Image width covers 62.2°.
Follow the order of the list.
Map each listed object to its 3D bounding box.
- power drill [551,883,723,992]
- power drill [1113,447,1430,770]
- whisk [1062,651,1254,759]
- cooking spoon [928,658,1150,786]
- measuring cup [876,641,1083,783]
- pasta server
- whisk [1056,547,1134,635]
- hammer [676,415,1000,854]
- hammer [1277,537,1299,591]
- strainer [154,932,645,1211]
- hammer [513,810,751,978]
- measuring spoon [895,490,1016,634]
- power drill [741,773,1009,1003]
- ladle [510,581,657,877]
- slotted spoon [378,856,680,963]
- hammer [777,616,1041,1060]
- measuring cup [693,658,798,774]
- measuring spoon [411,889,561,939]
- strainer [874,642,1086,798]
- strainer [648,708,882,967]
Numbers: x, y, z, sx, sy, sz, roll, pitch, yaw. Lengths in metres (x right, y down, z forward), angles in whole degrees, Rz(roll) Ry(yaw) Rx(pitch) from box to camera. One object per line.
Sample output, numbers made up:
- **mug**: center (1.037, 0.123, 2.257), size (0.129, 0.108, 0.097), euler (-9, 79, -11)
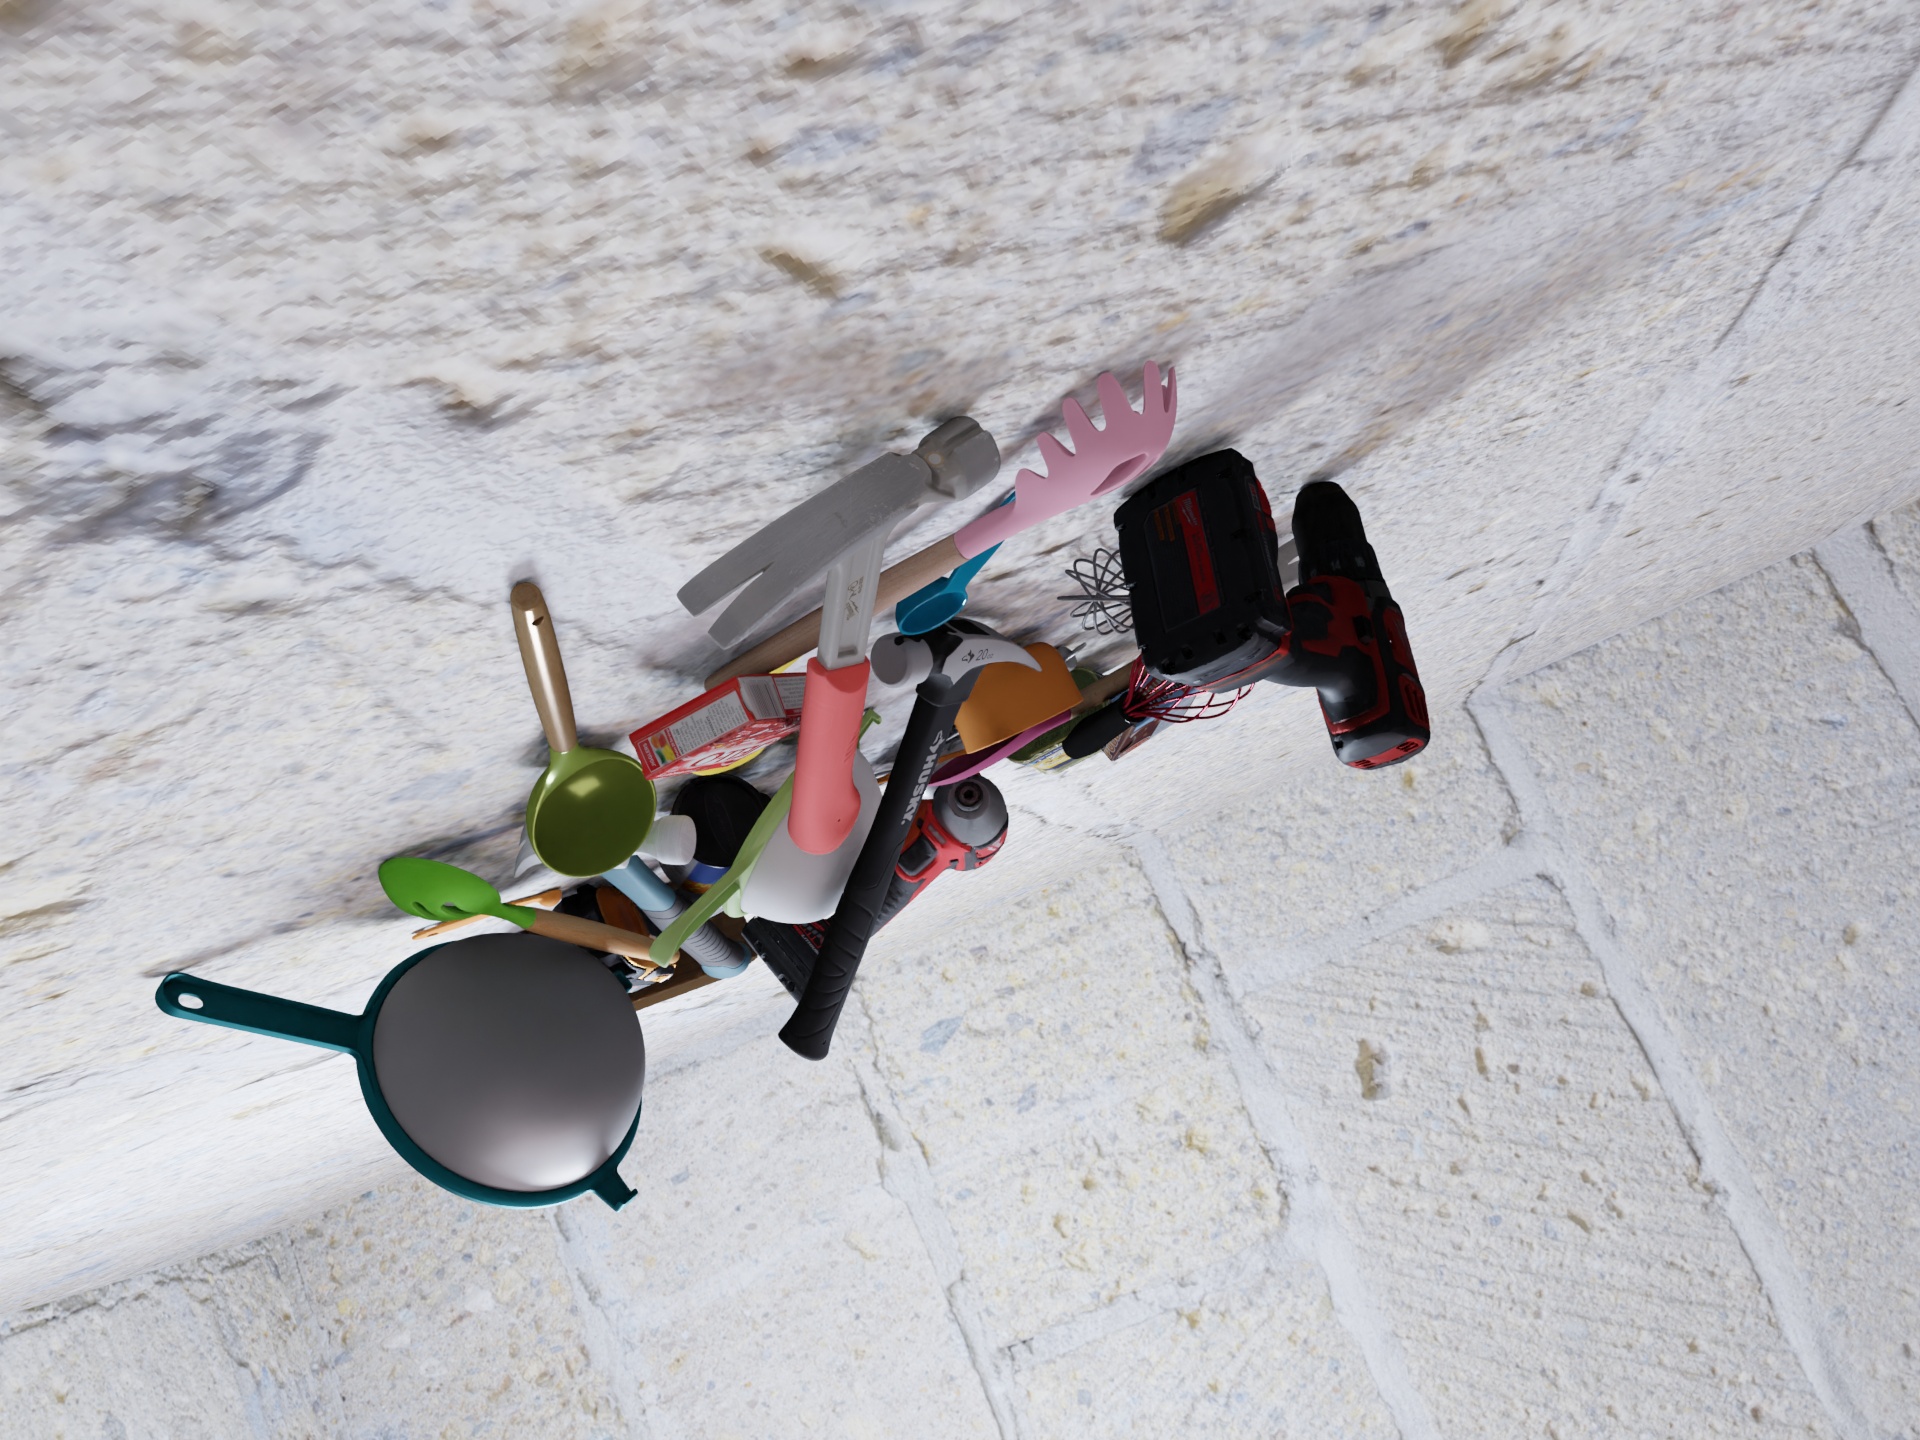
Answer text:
- **power drill**: center (-0.208, 0.133, 1.267), size (0.226, 0.084, 0.185), euler (-28, 166, 3)
- **power drill**: center (0.188, -0.080, 0.923), size (0.080, 0.188, 0.226), euler (-26, 151, 35)
- **whisk**: center (0.125, -0.014, 1.080), size (0.073, 0.073, 0.296), euler (-19, 172, -19)
- **cooking spoon**: center (0.096, -0.017, 1.191), size (0.319, 0.017, 0.069), euler (-28, -174, -33)
- **measuring cup**: center (-0.002, -0.004, 1.100), size (0.173, 0.052, 0.095), euler (-22, -178, 24)
- **pasta server**: center (-0.021, -0.082, 0.789), size (0.316, 0.040, 0.060), euler (-26, 169, 34)
- **whisk**: center (0.116, -0.079, 1.024), size (0.055, 0.055, 0.239), euler (-28, 172, 20)
- **hammer**: center (-0.069, -0.006, 0.788), size (0.149, 0.037, 0.358), euler (-37, 165, -23)
- **hammer**: center (0.236, -0.078, 1.238), size (0.130, 0.031, 0.331), euler (-42, 168, 13)
- **strainer**: center (-0.348, 0.200, 1.067), size (0.340, 0.211, 0.095), euler (22, 128, -32)
- **hammer**: center (-0.205, 0.127, 1.100), size (0.128, 0.033, 0.330), euler (2, 158, 9)
- **measuring spoon**: center (0.001, -0.089, 0.834), size (0.042, 0.021, 0.128), euler (-13, 156, -39)
- **power drill**: center (-0.054, 0.124, 1.209), size (0.219, 0.078, 0.143), euler (-39, 167, -11)
- **ladle**: center (-0.193, 0.010, 0.794), size (0.078, 0.062, 0.320), euler (-37, 170, -19)
- **slotted spoon**: center (-0.279, 0.139, 1.088), size (0.070, 0.031, 0.313), euler (-9, 161, 20)
- **hammer**: center (-0.048, 0.084, 1.024), size (0.146, 0.035, 0.334), euler (-14, 131, -53)
- **measuring cup**: center (-0.117, -0.007, 0.920), size (0.062, 0.029, 0.156), euler (-14, 166, -39)
- **measuring spoon**: center (-0.358, 0.150, 1.208), size (0.117, 0.011, 0.021), euler (-16, 166, -32)
- **strainer**: center (0.015, 0.007, 1.224), size (0.258, 0.050, 0.087), euler (-39, 177, 43)
- **strainer**: center (-0.110, 0.103, 1.033), size (0.151, 0.069, 0.256), euler (-62, 172, 29)
